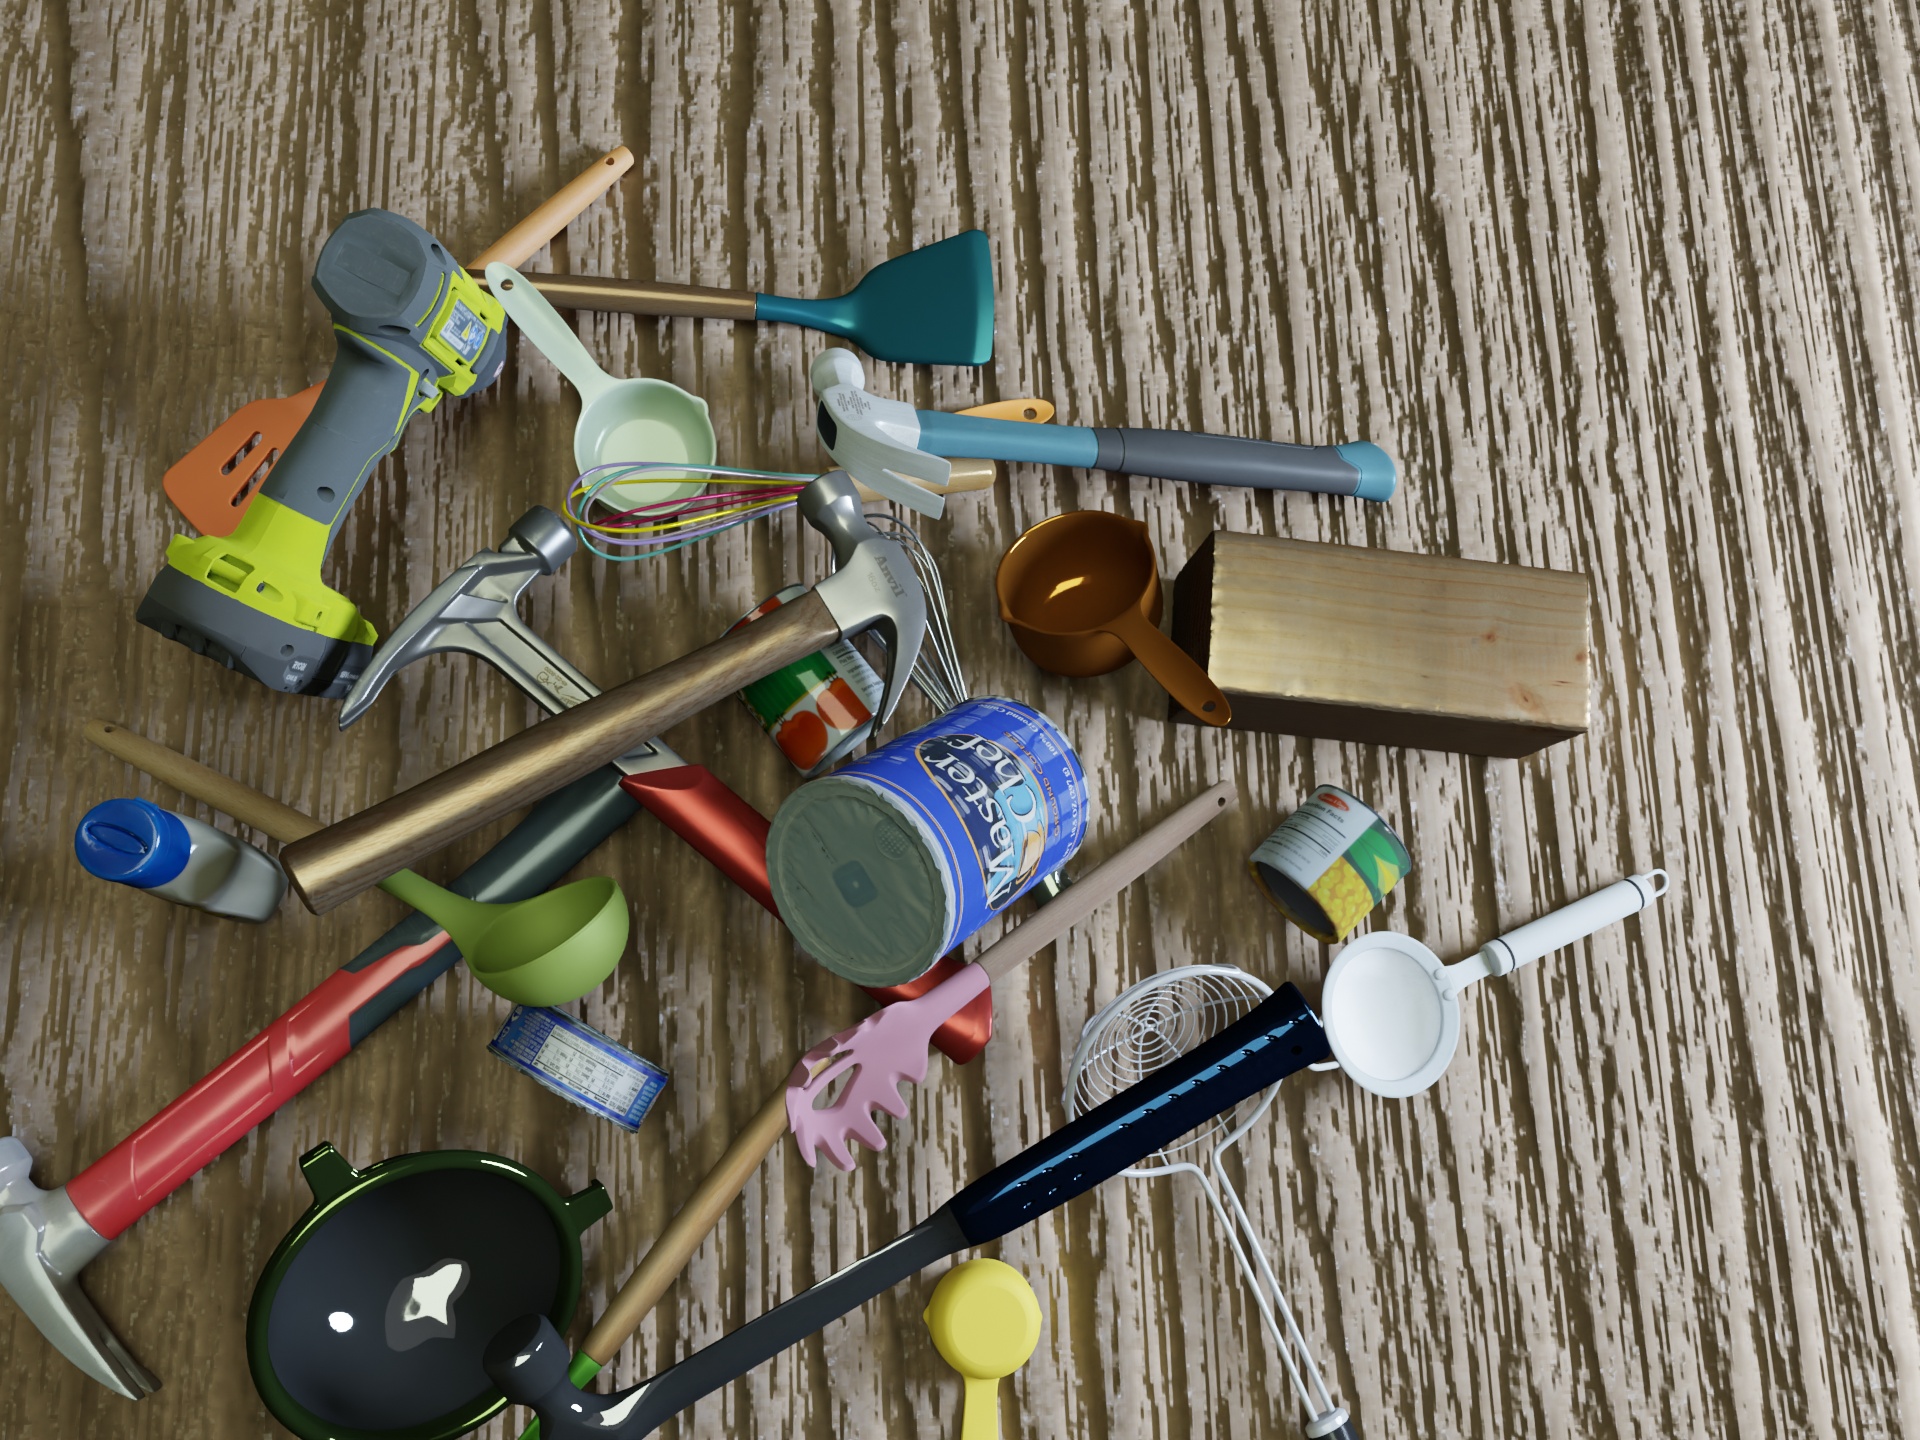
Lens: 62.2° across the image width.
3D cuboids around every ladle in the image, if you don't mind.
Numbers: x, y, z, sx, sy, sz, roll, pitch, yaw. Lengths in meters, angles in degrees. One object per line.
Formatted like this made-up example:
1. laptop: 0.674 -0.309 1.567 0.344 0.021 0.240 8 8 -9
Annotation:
1. ladle: -0.305 0.055 0.781 0.320 0.062 0.078 23 38 13

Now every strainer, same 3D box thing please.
1. strainer: 0.286 0.134 0.868 0.258 0.050 0.087 -20 87 -16
2. strainer: -0.281 0.313 0.758 0.151 0.069 0.256 20 92 -34

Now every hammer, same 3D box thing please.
1. hammer: -0.299 0.156 0.800 0.386 0.038 0.143 -40 86 -13
2. hammer: -0.162 0.001 0.770 0.331 0.031 0.130 -29 82 -19
3. hammer: 0.085 -0.152 0.886 0.331 0.033 0.128 3 38 -14
4. hammer: -0.131 0.058 0.808 0.359 0.036 0.149 41 68 -6
5. hammer: -0.007 0.245 0.746 0.405 0.035 0.144 -29 109 -3

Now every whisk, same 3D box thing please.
1. whisk: -0.092 -0.122 0.860 0.245 0.047 0.051 -9 100 -23
2. whisk: -0.001 -0.003 0.868 0.059 0.058 0.246 -30 84 23

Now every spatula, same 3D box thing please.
1. spatula: -0.140 -0.241 0.893 0.317 0.044 0.082 1 82 -13
2. spatula: -0.301 -0.217 0.891 0.081 0.041 0.322 42 73 3

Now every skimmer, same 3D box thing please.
1. skimmer: 0.164 0.297 0.792 0.127 0.090 0.363 -23 81 -11

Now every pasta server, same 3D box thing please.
1. pasta server: 0.035 0.116 0.813 0.316 0.040 0.060 -33 113 -26

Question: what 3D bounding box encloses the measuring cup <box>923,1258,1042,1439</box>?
1. measuring cup: 0.011 0.352 0.794 0.062 0.029 0.157 3 76 -5

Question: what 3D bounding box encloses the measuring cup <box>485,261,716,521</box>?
1. measuring cup: -0.203 -0.181 0.875 0.083 0.038 0.167 -41 92 -12

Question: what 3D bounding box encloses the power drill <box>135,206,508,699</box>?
1. power drill: -0.304 -0.127 0.801 0.080 0.171 0.223 27 87 0

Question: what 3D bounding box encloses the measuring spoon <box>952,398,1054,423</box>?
1. measuring spoon: -0.001 -0.167 0.920 0.117 0.011 0.021 -15 76 -13

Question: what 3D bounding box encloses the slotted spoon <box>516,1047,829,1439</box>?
1. slotted spoon: -0.164 0.290 0.780 0.031 0.070 0.314 32 70 18

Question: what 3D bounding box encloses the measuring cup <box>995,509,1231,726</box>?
1. measuring cup: 0.089 -0.040 0.844 0.095 0.052 0.174 -34 54 -9
